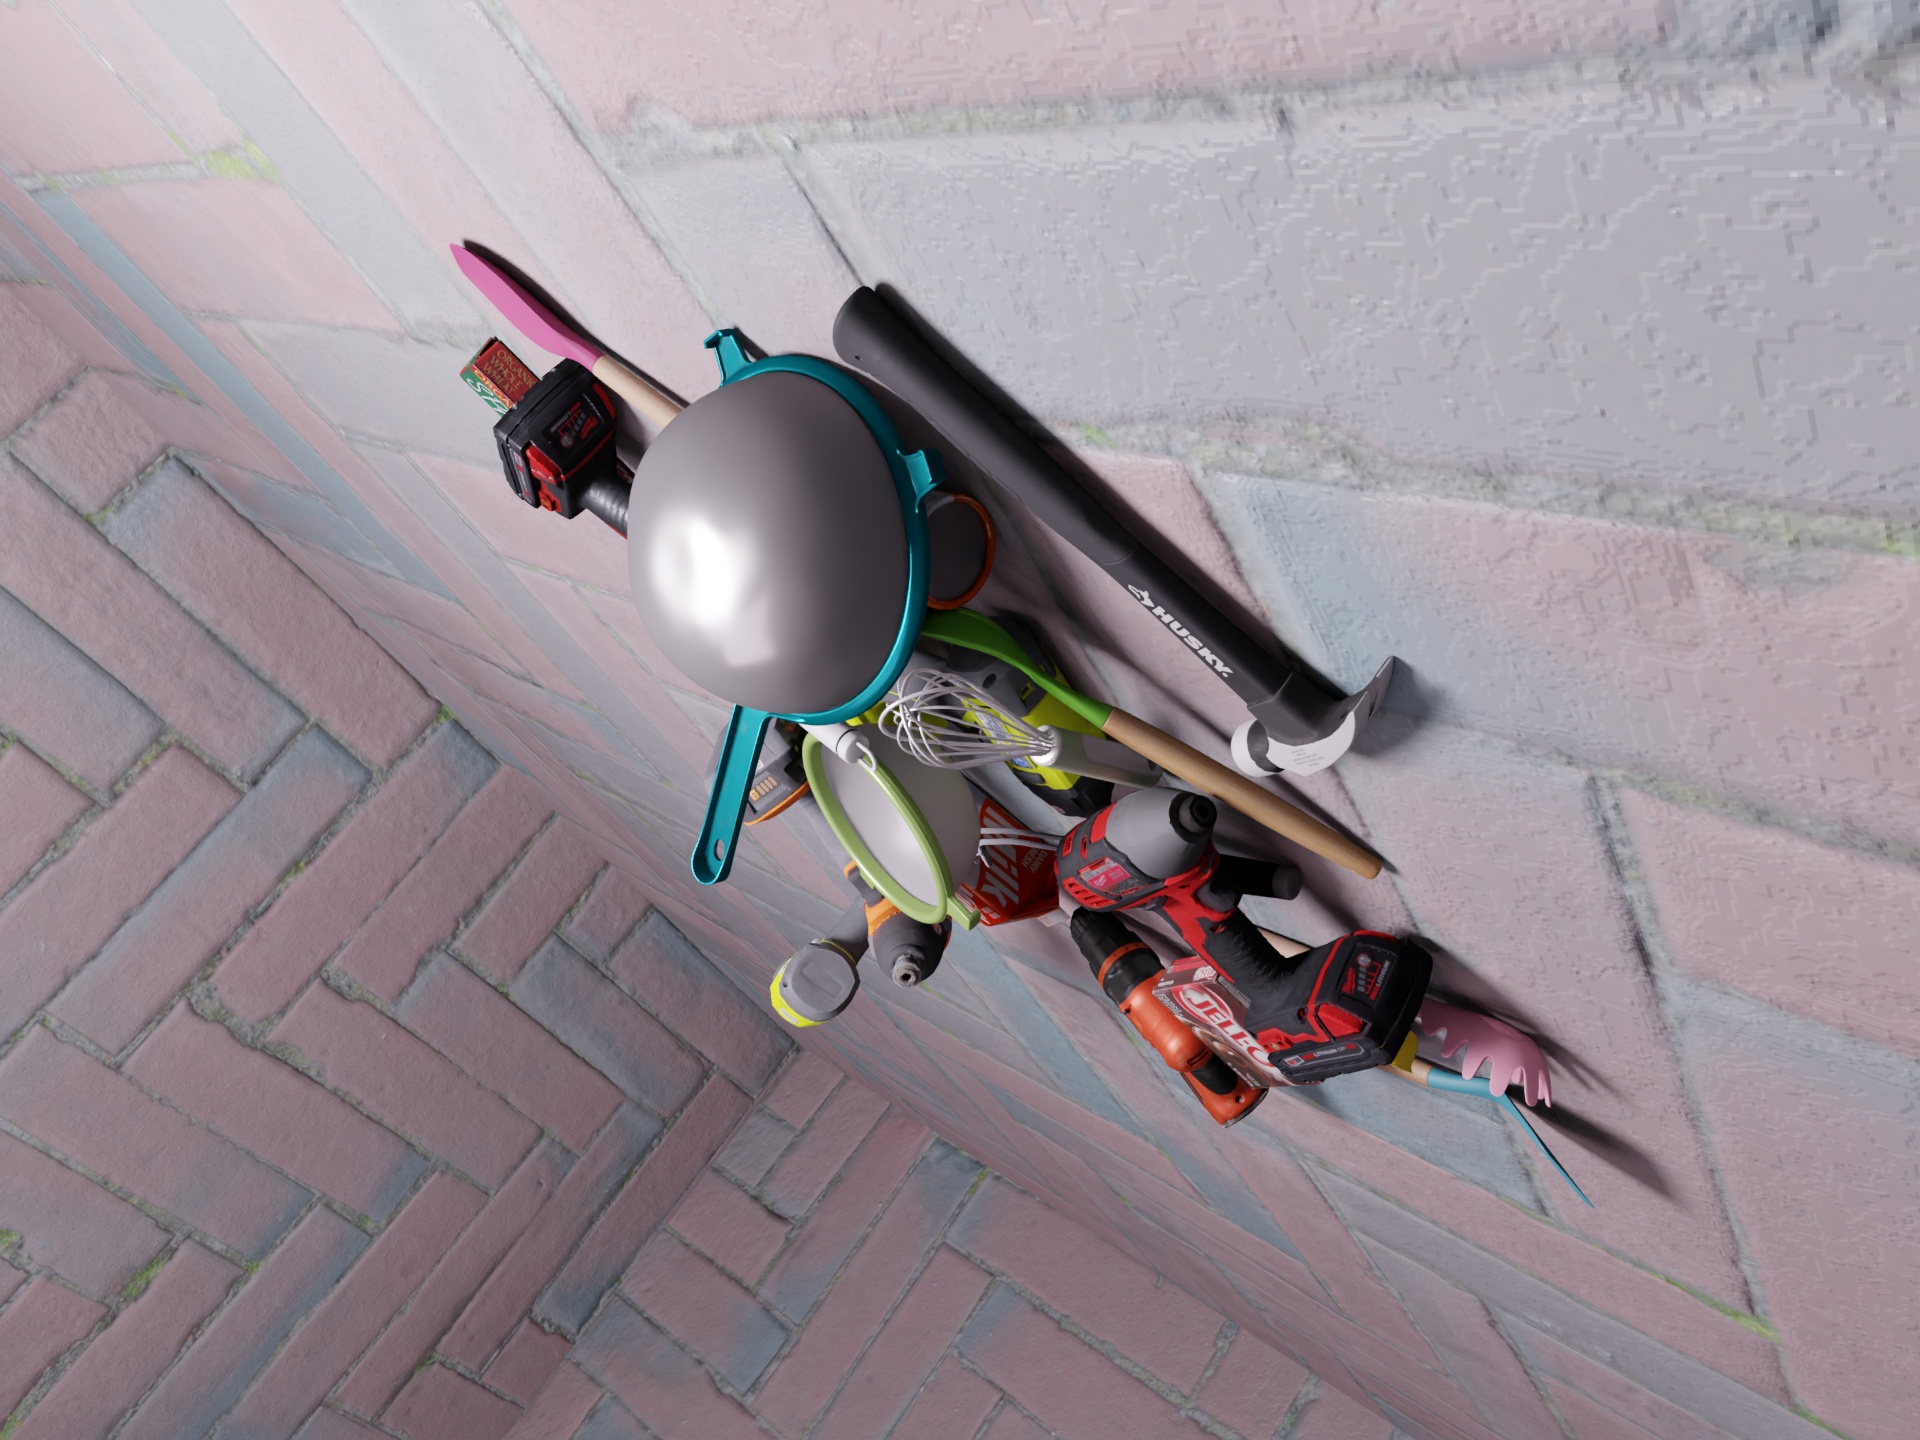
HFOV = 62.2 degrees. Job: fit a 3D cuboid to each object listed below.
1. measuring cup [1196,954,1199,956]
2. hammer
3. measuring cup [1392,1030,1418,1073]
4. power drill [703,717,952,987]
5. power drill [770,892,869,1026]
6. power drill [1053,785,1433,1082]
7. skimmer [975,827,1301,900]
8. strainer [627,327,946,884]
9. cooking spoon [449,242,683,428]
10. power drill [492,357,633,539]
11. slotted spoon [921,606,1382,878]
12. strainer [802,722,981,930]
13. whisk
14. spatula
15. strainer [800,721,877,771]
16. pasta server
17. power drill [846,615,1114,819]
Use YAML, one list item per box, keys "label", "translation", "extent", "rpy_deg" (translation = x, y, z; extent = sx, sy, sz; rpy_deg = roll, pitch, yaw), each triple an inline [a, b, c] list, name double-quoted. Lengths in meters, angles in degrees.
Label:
- label: "measuring cup"
  translation: [0.229, 0.196, 1.184]
  extent: [0.083, 0.038, 0.167]
  rpy_deg: [42, 157, -9]
- label: "hammer"
  translation: [0.070, -0.093, 0.789]
  extent: [0.334, 0.035, 0.146]
  rpy_deg: [41, 163, -7]
- label: "measuring cup"
  translation: [0.282, 0.211, 1.062]
  extent: [0.062, 0.029, 0.156]
  rpy_deg: [25, 175, 14]
- label: "power drill"
  translation: [-0.088, 0.094, 1.184]
  extent: [0.226, 0.084, 0.164]
  rpy_deg: [50, -166, -18]
- label: "power drill"
  translation: [-0.086, 0.176, 1.420]
  extent: [0.080, 0.228, 0.190]
  rpy_deg: [39, 162, -1]
- label: "power drill"
  translation: [0.173, 0.123, 0.980]
  extent: [0.219, 0.079, 0.143]
  rpy_deg: [38, 149, -7]
- label: "skimmer"
  translation: [0.092, 0.068, 1.145]
  extent: [0.363, 0.090, 0.127]
  rpy_deg: [7, 133, 41]
- label: "strainer"
  translation: [-0.139, -0.039, 0.909]
  extent: [0.211, 0.095, 0.340]
  rpy_deg: [36, 121, 32]
- label: "cooking spoon"
  translation: [-0.219, -0.221, 1.051]
  extent: [0.319, 0.017, 0.068]
  rpy_deg: [38, 165, 11]
- label: "power drill"
  translation: [-0.214, -0.150, 1.115]
  extent: [0.227, 0.080, 0.188]
  rpy_deg: [39, 162, 3]
- label: "slotted spoon"
  translation: [0.107, 0.010, 0.921]
  extent: [0.313, 0.031, 0.070]
  rpy_deg: [30, -179, -2]
- label: "strainer"
  translation: [-0.055, 0.009, 1.030]
  extent: [0.151, 0.069, 0.256]
  rpy_deg: [12, 130, 59]
- label: "whisk"
  translation: [0.045, 0.013, 0.930]
  extent: [0.059, 0.058, 0.246]
  rpy_deg: [-31, 151, 33]
- label: "spatula"
  translation: [0.315, 0.258, 1.150]
  extent: [0.082, 0.044, 0.318]
  rpy_deg: [46, 162, -32]
- label: "strainer"
  translation: [-0.133, -0.034, 0.997]
  extent: [0.259, 0.050, 0.086]
  rpy_deg: [35, 133, 38]
- label: "pasta server"
  translation: [0.260, 0.182, 1.081]
  extent: [0.060, 0.040, 0.316]
  rpy_deg: [14, -177, -40]
- label: "power drill"
  translation: [-0.002, -0.003, 1.081]
  extent: [0.223, 0.080, 0.171]
  rpy_deg: [13, 149, 47]
